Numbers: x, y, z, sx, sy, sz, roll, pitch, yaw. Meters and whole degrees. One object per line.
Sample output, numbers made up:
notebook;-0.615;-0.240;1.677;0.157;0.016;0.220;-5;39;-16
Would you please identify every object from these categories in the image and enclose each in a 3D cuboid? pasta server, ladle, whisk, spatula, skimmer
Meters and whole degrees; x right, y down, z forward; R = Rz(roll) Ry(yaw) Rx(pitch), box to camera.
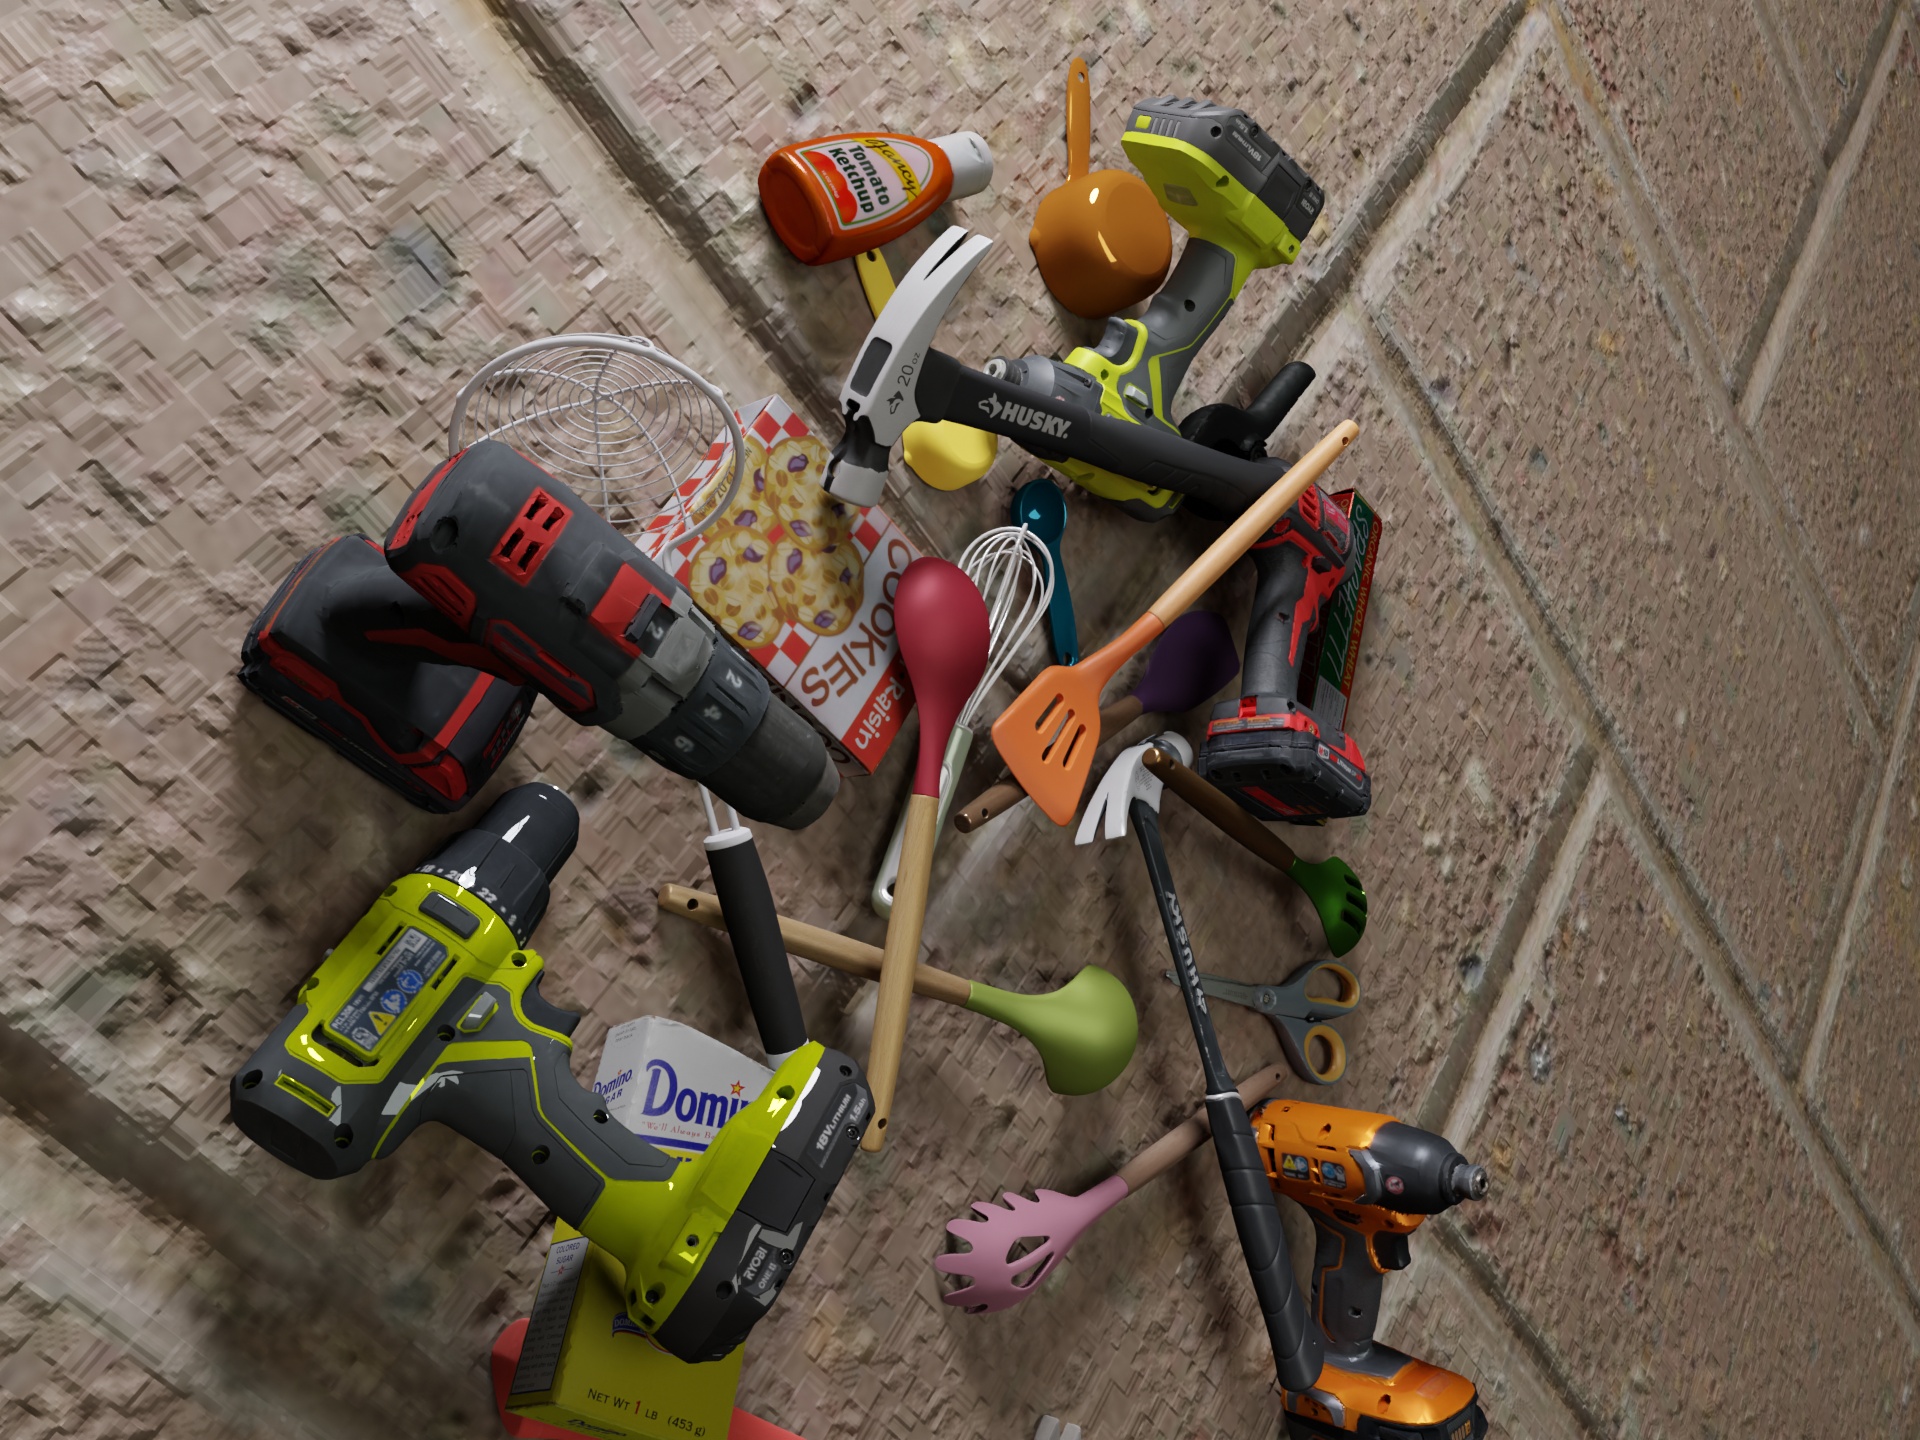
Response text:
pasta server;0.107;0.274;0.978;0.316;0.040;0.060;-18;97;-45
ladle;-0.026;0.140;0.872;0.320;0.062;0.078;23;81;-30
whisk;-0.001;-0.003;0.901;0.058;0.059;0.246;19;73;2
ladle;-0.024;0.065;0.835;0.069;0.031;0.315;16;78;-40
spatula;0.139;-0.074;0.956;0.322;0.041;0.081;-44;117;-14
skimmer;-0.129;0.006;0.730;0.090;0.127;0.363;-81;157;-77
spatula;0.093;-0.002;0.987;0.316;0.018;0.059;-32;106;-46

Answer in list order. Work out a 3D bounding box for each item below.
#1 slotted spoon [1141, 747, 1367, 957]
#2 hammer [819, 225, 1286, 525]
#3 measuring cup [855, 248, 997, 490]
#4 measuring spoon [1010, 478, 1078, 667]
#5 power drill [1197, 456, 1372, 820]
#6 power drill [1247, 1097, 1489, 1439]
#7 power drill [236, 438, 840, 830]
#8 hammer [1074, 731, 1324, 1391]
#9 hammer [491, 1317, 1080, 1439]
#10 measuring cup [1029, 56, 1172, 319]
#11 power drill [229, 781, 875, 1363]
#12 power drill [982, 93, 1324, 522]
slotted spoon;0.201;0.084;1.038;0.313;0.031;0.070;35;56;-45
hammer;0.077;-0.166;0.904;0.334;0.035;0.146;7;111;-43
measuring cup;-0.022;-0.209;0.917;0.062;0.029;0.156;-33;106;-39
measuring spoon;0.052;-0.085;0.981;0.042;0.021;0.128;-24;110;-41
power drill;0.222;-0.050;1.055;0.143;0.078;0.220;28;63;-50
power drill;0.271;0.362;1.018;0.084;0.164;0.226;-11;94;-42
power drill;-0.168;-0.015;0.632;0.187;0.227;0.080;42;60;-30
hammer;0.156;0.216;0.974;0.149;0.036;0.409;-25;100;-63
hammer;-0.077;0.369;0.794;0.358;0.037;0.149;41;60;-31
measuring cup;0.094;-0.349;1.020;0.095;0.052;0.173;1;86;-41
power drill;-0.157;0.143;0.677;0.228;0.080;0.191;33;50;-2
power drill;0.112;-0.249;0.958;0.171;0.080;0.223;23;96;-44
